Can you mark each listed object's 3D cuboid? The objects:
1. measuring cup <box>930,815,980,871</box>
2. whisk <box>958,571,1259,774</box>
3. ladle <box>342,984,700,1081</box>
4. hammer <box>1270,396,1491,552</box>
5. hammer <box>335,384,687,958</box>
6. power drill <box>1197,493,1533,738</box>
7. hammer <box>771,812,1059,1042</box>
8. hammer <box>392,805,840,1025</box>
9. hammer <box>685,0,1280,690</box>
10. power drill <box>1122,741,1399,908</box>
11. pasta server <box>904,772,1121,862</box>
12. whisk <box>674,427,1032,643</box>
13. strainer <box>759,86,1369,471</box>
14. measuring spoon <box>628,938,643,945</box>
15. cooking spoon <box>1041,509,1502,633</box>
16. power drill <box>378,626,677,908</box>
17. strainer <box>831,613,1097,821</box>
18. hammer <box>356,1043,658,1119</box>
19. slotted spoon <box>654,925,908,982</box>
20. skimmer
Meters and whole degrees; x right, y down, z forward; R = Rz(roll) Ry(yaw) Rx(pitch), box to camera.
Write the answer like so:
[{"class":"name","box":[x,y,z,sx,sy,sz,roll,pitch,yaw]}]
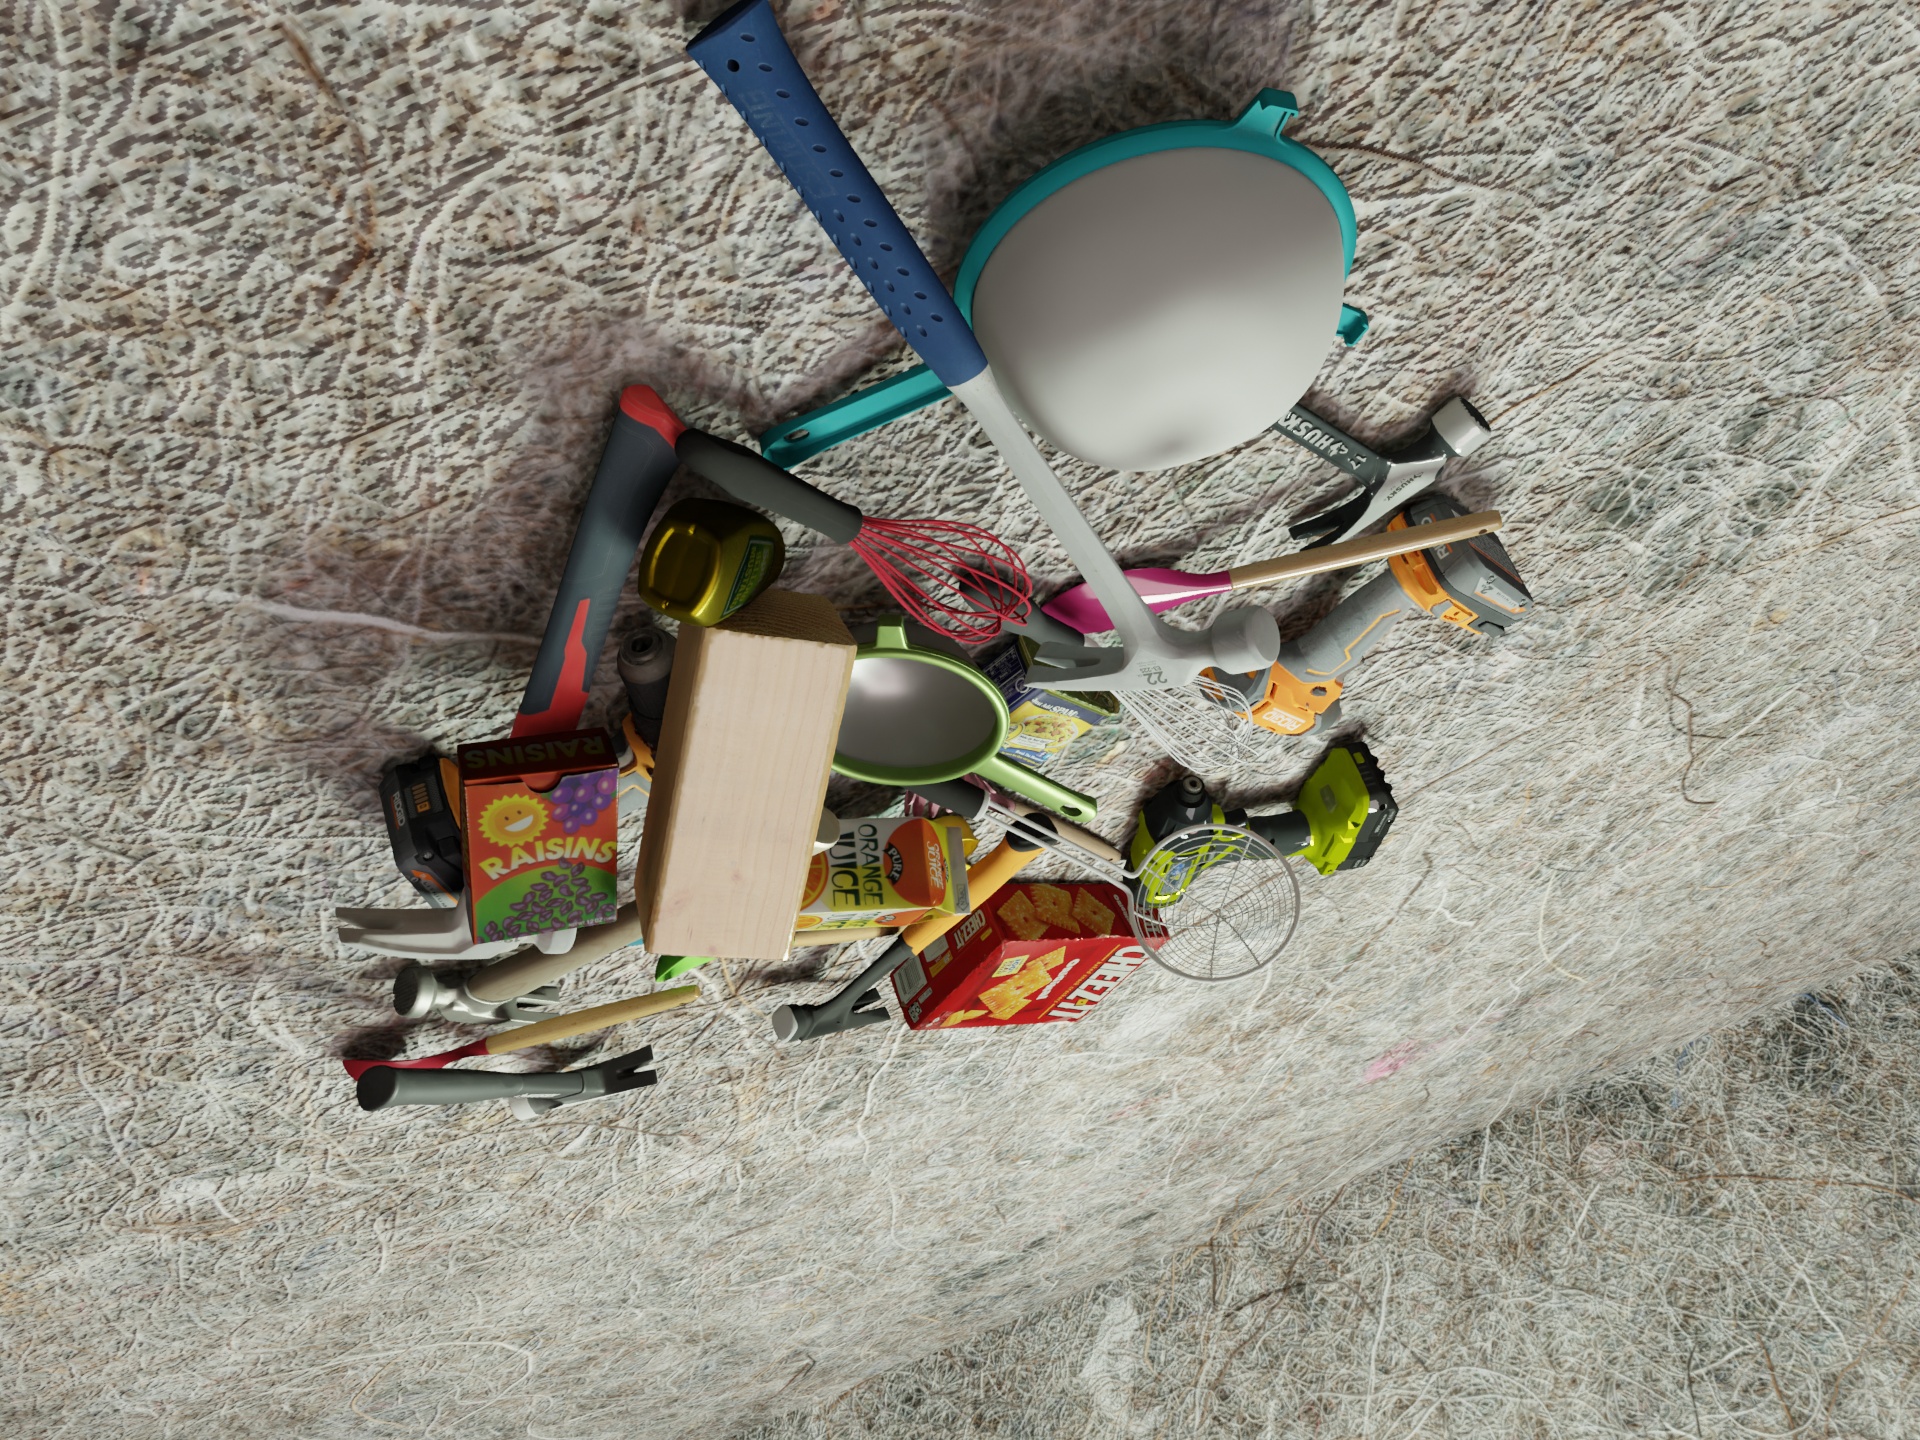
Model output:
[{"class":"measuring cup","box":[-0.007,0.114,1.346,0.062,0.029,0.156,-25,160,3]},{"class":"whisk","box":[0.107,-0.035,1.118,0.284,0.070,0.070,28,124,-31]},{"class":"ladle","box":[-0.351,0.252,1.266,0.315,0.031,0.069,-16,161,13]},{"class":"hammer","box":[0.168,-0.199,0.970,0.408,0.036,0.149,16,133,-44]},{"class":"hammer","box":[-0.245,-0.014,0.903,0.143,0.038,0.386,5,124,-32]},{"class":"power drill","box":[0.312,-0.064,1.217,0.226,0.084,0.164,-36,146,28]},{"class":"hammer","box":[-0.026,0.179,1.358,0.127,0.034,0.336,-2,147,-46]},{"class":"hammer","box":[-0.236,0.149,1.160,0.410,0.038,0.146,-27,151,33]},{"class":"hammer","box":[0.004,-0.158,0.775,0.144,0.035,0.405,-11,130,38]},{"class":"power drill","box":[0.265,0.090,1.419,0.223,0.080,0.171,-9,146,-14]},{"class":"pasta server","box":[0.055,0.085,1.319,0.060,0.040,0.316,-24,151,26]},{"class":"whisk","box":[-0.052,-0.106,0.918,0.073,0.073,0.295,-38,146,24]},{"class":"strainer","box":[0.048,-0.172,0.828,0.340,0.095,0.210,-19,152,17]},{"class":"measuring spoon","box":[-0.261,0.166,1.275,0.128,0.021,0.042,1,141,-18]},{"class":"cooking spoon","box":[0.212,-0.103,1.100,0.319,0.017,0.068,-13,150,8]},{"class":"power drill","box":[-0.252,0.035,1.026,0.226,0.084,0.185,-23,146,-7]},{"class":"strainer","box":[-0.002,-0.003,1.085,0.256,0.069,0.151,27,138,-31]},{"class":"hammer","box":[-0.369,0.293,1.280,0.146,0.035,0.334,-17,164,10]},{"class":"slotted spoon","box":[-0.125,0.179,1.319,0.313,0.031,0.070,0,147,-48]},{"class":"skimmer","box":[0.079,0.082,1.166,0.363,0.127,0.090,27,157,-17]}]
